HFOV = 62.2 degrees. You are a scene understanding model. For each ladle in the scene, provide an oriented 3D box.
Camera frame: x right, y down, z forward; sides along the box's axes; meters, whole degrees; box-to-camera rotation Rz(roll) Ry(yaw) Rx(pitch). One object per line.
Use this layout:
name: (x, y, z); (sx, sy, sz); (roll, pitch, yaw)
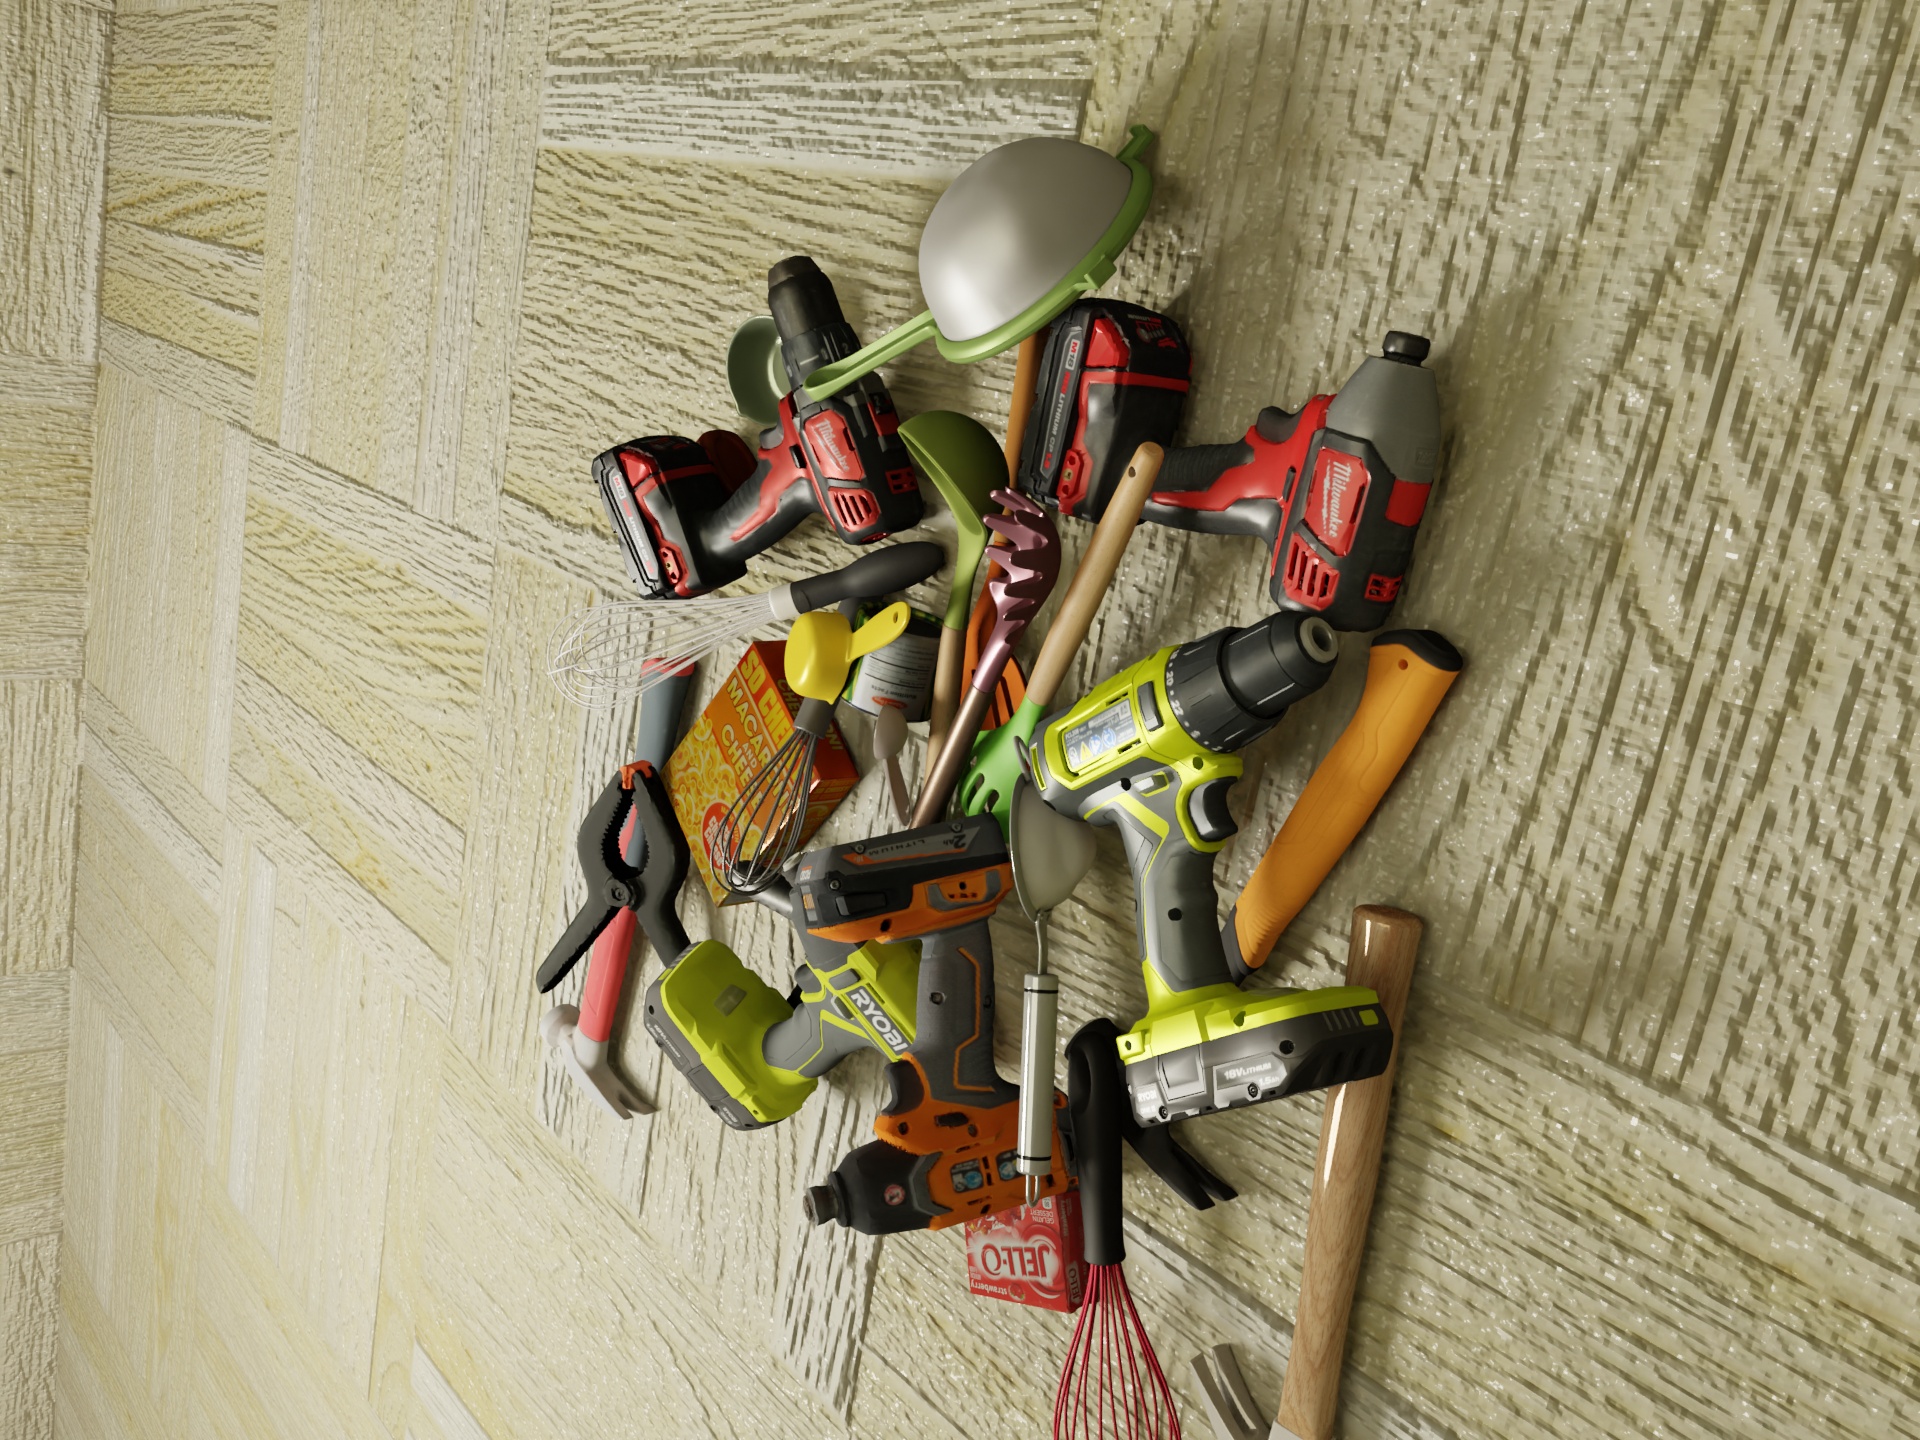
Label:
ladle: (-0.017, -0.033, 0.956); (0.078, 0.062, 0.320); (50, 142, 48)

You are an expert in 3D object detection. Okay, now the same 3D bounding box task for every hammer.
hammer: (0.165, 0.101, 0.827); (0.127, 0.034, 0.336); (47, 124, 36)
hammer: (-0.262, 0.133, 1.289); (0.143, 0.038, 0.386); (33, 115, 40)
hammer: (0.190, 0.255, 0.810); (0.130, 0.031, 0.331); (16, 103, 45)

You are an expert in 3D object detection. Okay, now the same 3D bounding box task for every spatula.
spatula: (0.037, -0.131, 0.965); (0.081, 0.041, 0.322); (14, 98, 47)

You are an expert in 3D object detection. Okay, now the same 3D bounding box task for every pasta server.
pasta server: (-0.001, -0.003, 0.926); (0.060, 0.040, 0.316); (-103, 26, -42)

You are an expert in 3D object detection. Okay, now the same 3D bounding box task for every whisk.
whisk: (-0.104, 0.005, 1.059); (0.055, 0.055, 0.239); (16, 81, 46)
whisk: (-0.145, -0.069, 1.054); (0.284, 0.070, 0.070); (-15, 79, 12)
whisk: (0.082, 0.318, 0.890); (0.073, 0.073, 0.296); (2, 98, 47)

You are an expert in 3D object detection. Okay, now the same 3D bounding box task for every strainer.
strainer: (-0.012, -0.257, 0.901); (0.256, 0.069, 0.152); (-21, 37, 37)
strainer: (0.048, 0.137, 0.880); (0.050, 0.086, 0.258); (1, 84, 21)

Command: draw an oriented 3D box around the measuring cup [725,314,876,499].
measuring cup: (-0.096, -0.212, 1.102); (0.168, 0.038, 0.083); (49, 126, 13)

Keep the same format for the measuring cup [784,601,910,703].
measuring cup: (-0.072, -0.050, 0.972); (0.156, 0.029, 0.062); (158, 116, -63)

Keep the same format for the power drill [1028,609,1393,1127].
power drill: (0.129, 0.071, 0.783); (0.190, 0.080, 0.229); (-31, 65, 47)

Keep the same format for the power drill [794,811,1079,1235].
power drill: (-0.028, 0.178, 0.917); (0.084, 0.164, 0.226); (156, 102, -71)

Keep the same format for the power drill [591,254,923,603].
power drill: (-0.142, -0.187, 1.071); (0.227, 0.080, 0.188); (-17, 95, 35)

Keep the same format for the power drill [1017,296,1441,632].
power drill: (0.140, -0.144, 0.814); (0.220, 0.078, 0.143); (28, 114, 39)

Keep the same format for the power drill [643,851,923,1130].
power drill: (-0.105, 0.182, 1.050); (0.223, 0.080, 0.171); (-30, 102, 42)

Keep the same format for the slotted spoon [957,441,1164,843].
slotted spoon: (0.050, -0.033, 0.887); (0.070, 0.031, 0.313); (57, 145, 29)

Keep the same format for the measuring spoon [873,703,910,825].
measuring spoon: (-0.036, 0.033, 1.013); (0.018, 0.124, 0.034); (8, 57, 12)
